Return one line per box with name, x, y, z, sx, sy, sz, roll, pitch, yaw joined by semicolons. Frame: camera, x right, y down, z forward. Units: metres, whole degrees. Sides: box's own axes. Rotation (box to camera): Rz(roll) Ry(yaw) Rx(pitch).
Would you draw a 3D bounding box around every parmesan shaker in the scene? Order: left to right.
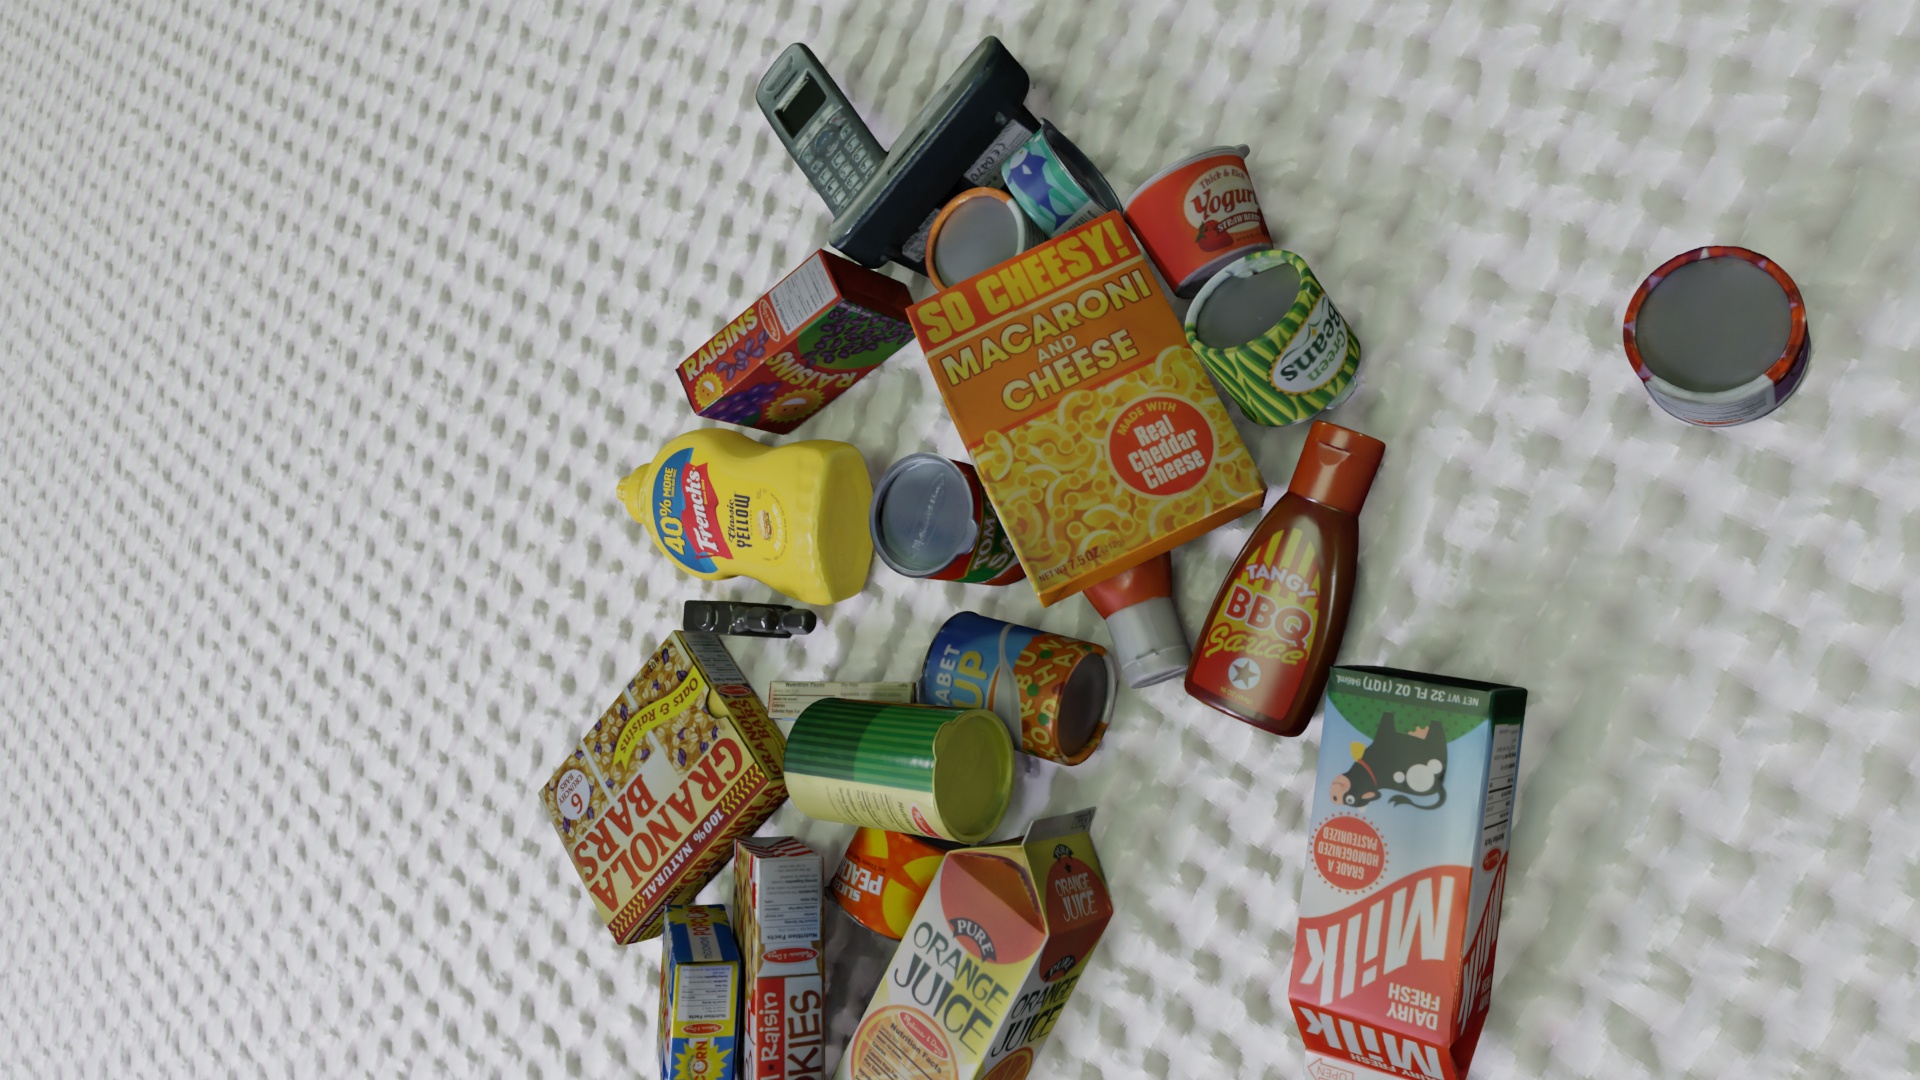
parmesan shaker;-0.034;0.114;0.712;0.103;0.071;0.071;0;84;38

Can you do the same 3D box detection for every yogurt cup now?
yogurt cup;0.124;-0.160;0.711;0.072;0.072;0.054;-29;78;27

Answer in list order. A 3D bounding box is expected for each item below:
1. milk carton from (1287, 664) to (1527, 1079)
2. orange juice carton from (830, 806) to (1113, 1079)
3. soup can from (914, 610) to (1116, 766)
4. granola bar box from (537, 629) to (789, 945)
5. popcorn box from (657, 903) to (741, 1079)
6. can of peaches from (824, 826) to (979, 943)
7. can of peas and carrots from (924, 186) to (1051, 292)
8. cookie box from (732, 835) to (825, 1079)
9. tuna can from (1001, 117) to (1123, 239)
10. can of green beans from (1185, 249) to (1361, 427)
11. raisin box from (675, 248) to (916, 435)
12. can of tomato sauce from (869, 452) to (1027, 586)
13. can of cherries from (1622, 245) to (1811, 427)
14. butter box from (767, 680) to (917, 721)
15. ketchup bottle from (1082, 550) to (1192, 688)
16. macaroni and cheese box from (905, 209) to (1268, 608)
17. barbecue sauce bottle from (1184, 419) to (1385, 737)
milk carton;0.197;0.154;0.618;0.072;0.073;0.190;6;88;33
orange juice carton;0.013;0.225;0.729;0.073;0.072;0.192;32;102;31
soup can;0.030;0.079;0.737;0.084;0.071;0.071;12;91;33
granola bar box;-0.189;0.157;0.887;0.165;0.039;0.124;-48;62;19
popcorn box;-0.153;0.268;0.805;0.126;0.038;0.085;180;93;-76
can of peaches;-0.032;0.178;0.765;0.071;0.071;0.058;33;101;31
can of peas and carrots;0.020;-0.158;0.779;0.071;0.059;0.071;-5;81;32
cookie box;-0.103;0.256;0.779;0.122;0.040;0.167;155;116;-73
tuna can;0.054;-0.193;0.757;0.032;0.071;0.071;-39;65;24
can of green beans;0.151;-0.098;0.673;0.071;0.057;0.071;-26;42;26
raisin box;-0.096;-0.116;0.833;0.123;0.086;0.040;-34;69;25
can of tomato sauce;0.003;-0.010;0.758;0.071;0.083;0.071;-4;82;32
can of cherries;0.315;-0.087;0.580;0.071;0.058;0.071;-4;83;33
butter box;-0.055;0.094;0.801;0.103;0.053;0.024;-3;80;32
ketchup bottle;0.081;0.002;0.729;0.064;0.043;0.149;-23;72;18
macaroni and cheese box;0.061;-0.067;0.704;0.124;0.040;0.167;-25;74;1
barbecue sauce bottle;0.163;0.017;0.675;0.065;0.044;0.148;23;97;30
